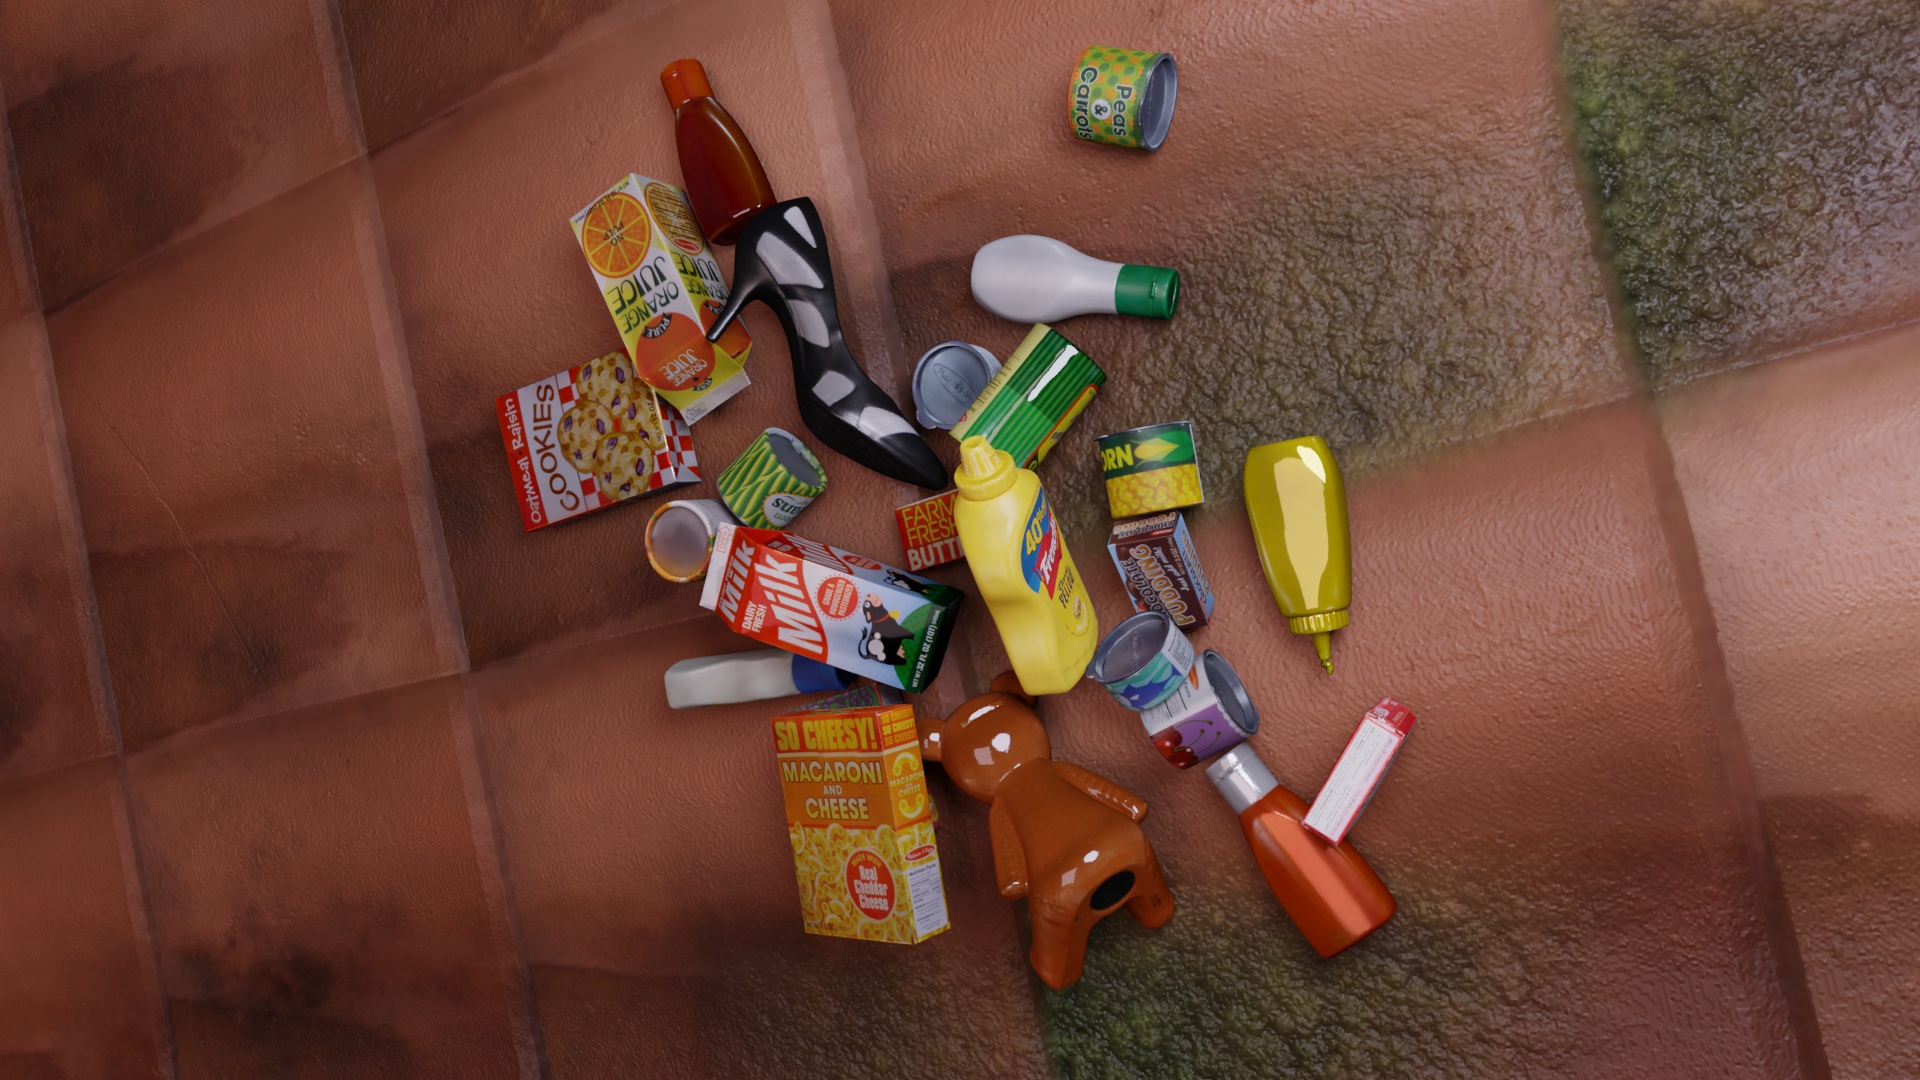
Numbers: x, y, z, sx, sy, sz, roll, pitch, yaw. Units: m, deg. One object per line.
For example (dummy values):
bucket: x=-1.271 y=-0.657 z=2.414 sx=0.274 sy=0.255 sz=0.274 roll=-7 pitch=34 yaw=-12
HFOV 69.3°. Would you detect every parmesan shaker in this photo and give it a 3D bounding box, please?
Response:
parmesan shaker: x=0.049 y=-0.096 z=0.993 sx=0.071 sy=0.071 sz=0.103 roll=40 pitch=92 yaw=18

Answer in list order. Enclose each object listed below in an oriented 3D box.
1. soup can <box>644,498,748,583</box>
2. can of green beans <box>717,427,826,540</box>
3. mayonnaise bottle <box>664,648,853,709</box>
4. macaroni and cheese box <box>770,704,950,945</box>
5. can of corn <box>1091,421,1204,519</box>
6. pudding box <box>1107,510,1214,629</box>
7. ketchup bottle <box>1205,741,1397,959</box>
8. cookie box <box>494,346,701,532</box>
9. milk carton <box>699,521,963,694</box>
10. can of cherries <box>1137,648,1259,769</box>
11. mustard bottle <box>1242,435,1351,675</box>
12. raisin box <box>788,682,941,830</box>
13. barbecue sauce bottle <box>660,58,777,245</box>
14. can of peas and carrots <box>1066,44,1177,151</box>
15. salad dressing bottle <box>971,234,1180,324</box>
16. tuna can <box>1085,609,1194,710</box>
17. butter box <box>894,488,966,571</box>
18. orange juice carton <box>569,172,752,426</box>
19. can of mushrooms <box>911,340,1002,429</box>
soup can: x=-0.204 y=0.002 z=1.116 sx=0.071 sy=0.084 sz=0.071 roll=1 pitch=93 yaw=25
can of green beans: x=-0.148 y=-0.047 z=1.099 sx=0.057 sy=0.071 sz=0.071 roll=-41 pitch=76 yaw=20
mayonnaise bottle: x=-0.160 y=0.109 z=1.113 sx=0.148 sy=0.065 sz=0.041 roll=-8 pitch=92 yaw=21
macaroni and cheese box: x=-0.076 y=0.207 z=1.028 sx=0.123 sy=0.040 sz=0.166 roll=-10 pitch=89 yaw=43
can of corn: x=0.131 y=-0.048 z=0.970 sx=0.071 sy=0.071 sz=0.058 roll=-11 pitch=88 yaw=24
pudding box: x=0.140 y=0.023 z=0.969 sx=0.049 sy=0.030 sz=0.083 roll=-10 pitch=123 yaw=26
ketchup bottle: x=0.227 y=0.207 z=0.950 sx=0.064 sy=0.043 sz=0.149 roll=-43 pitch=75 yaw=23
cookie box: x=-0.312 y=-0.087 z=1.185 sx=0.167 sy=0.040 sz=0.123 roll=-16 pitch=86 yaw=24
milk carton: x=-0.102 y=0.047 z=1.053 sx=0.191 sy=0.073 sz=0.072 roll=18 pitch=100 yaw=7
can of cherries: x=0.166 y=0.119 z=0.964 sx=0.058 sy=0.071 sz=0.071 roll=-34 pitch=79 yaw=22
mustard bottle: x=0.233 y=0.012 z=0.938 sx=0.065 sy=0.049 sz=0.160 roll=-10 pitch=89 yaw=25
raisin box: x=-0.075 y=0.178 z=1.089 sx=0.086 sy=0.040 sz=0.123 roll=-19 pitch=85 yaw=23
barbecue sauce bottle: x=-0.201 y=-0.317 z=1.125 sx=0.064 sy=0.044 sz=0.148 roll=-27 pitch=81 yaw=23
can of peas and carrots: x=0.112 y=-0.308 z=0.969 sx=0.059 sy=0.071 sz=0.071 roll=16 pitch=99 yaw=24
salad dressing bottle: x=0.083 y=-0.185 z=1.002 sx=0.148 sy=0.044 sz=0.064 roll=11 pitch=95 yaw=23
tuna can: x=0.124 y=0.084 z=0.956 sx=0.071 sy=0.071 sz=0.032 roll=-34 pitch=114 yaw=22
butter box: x=0.004 y=-0.013 z=1.054 sx=0.103 sy=0.024 sz=0.053 roll=-17 pitch=84 yaw=23
orange juice carton: x=-0.235 y=-0.194 z=1.128 sx=0.071 sy=0.073 sz=0.193 roll=-29 pitch=81 yaw=22
can of mushrooms: x=-0.002 y=-0.114 z=1.048 sx=0.071 sy=0.033 sz=0.071 roll=1 pitch=93 yaw=24
